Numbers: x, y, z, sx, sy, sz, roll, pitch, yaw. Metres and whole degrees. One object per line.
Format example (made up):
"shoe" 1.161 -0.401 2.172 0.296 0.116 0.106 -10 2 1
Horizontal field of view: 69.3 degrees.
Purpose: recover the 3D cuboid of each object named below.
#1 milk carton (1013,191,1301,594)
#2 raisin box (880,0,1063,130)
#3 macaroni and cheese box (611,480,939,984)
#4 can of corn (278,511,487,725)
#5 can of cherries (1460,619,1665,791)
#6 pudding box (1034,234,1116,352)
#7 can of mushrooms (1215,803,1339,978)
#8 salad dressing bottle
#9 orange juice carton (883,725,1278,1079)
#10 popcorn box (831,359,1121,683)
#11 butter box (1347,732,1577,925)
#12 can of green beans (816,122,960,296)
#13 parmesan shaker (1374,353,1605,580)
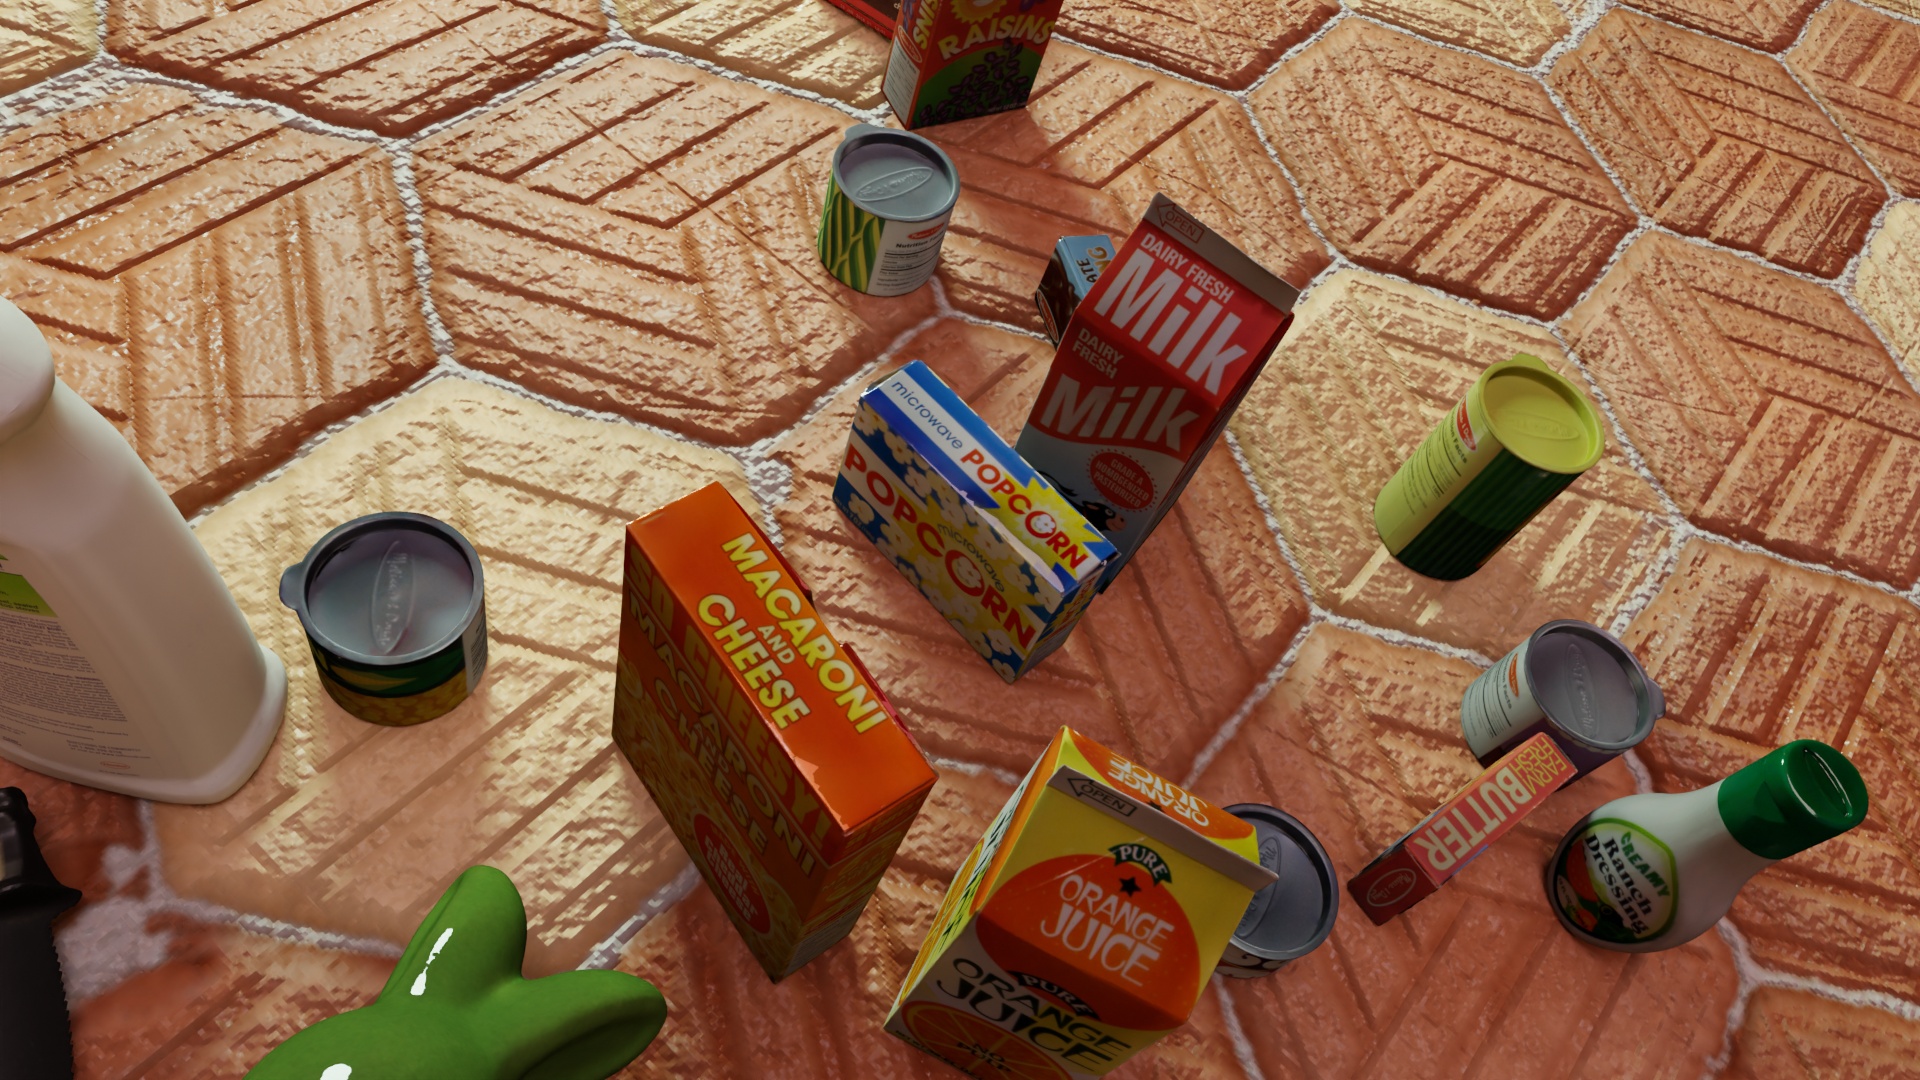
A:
"milk carton" 0.081 -0.065 0.610 0.072 0.189 0.074 37 56 9
"raisin box" 0.010 -0.294 0.778 0.086 0.122 0.040 -18 65 -25
"macaroni and cheese box" -0.074 0.074 0.491 0.040 0.165 0.124 -28 70 -29
"can of corn" -0.222 0.031 0.541 0.071 0.058 0.071 8 57 -12
"can of cherries" 0.283 0.081 0.656 0.071 0.058 0.072 8 57 -12
"pudding box" 0.070 -0.113 0.724 0.030 0.049 0.084 -8 61 -21
"can of mushrooms" 0.119 0.145 0.581 0.071 0.033 0.071 8 57 -12
"salad dressing bottle" 0.306 0.127 0.578 0.044 0.147 0.064 -10 62 -22
"orange juice carton" 0.037 0.129 0.472 0.072 0.191 0.073 28 55 2
"popcorn box" 0.002 -0.008 0.615 0.038 0.084 0.127 -36 74 -31
"butter box" 0.221 0.126 0.612 0.104 0.052 0.024 -27 69 -29
"can of green beans" -0.039 -0.171 0.724 0.071 0.057 0.071 8 57 -12
"parmesan shaker" 0.262 -0.035 0.697 0.071 0.102 0.071 8 57 -12
